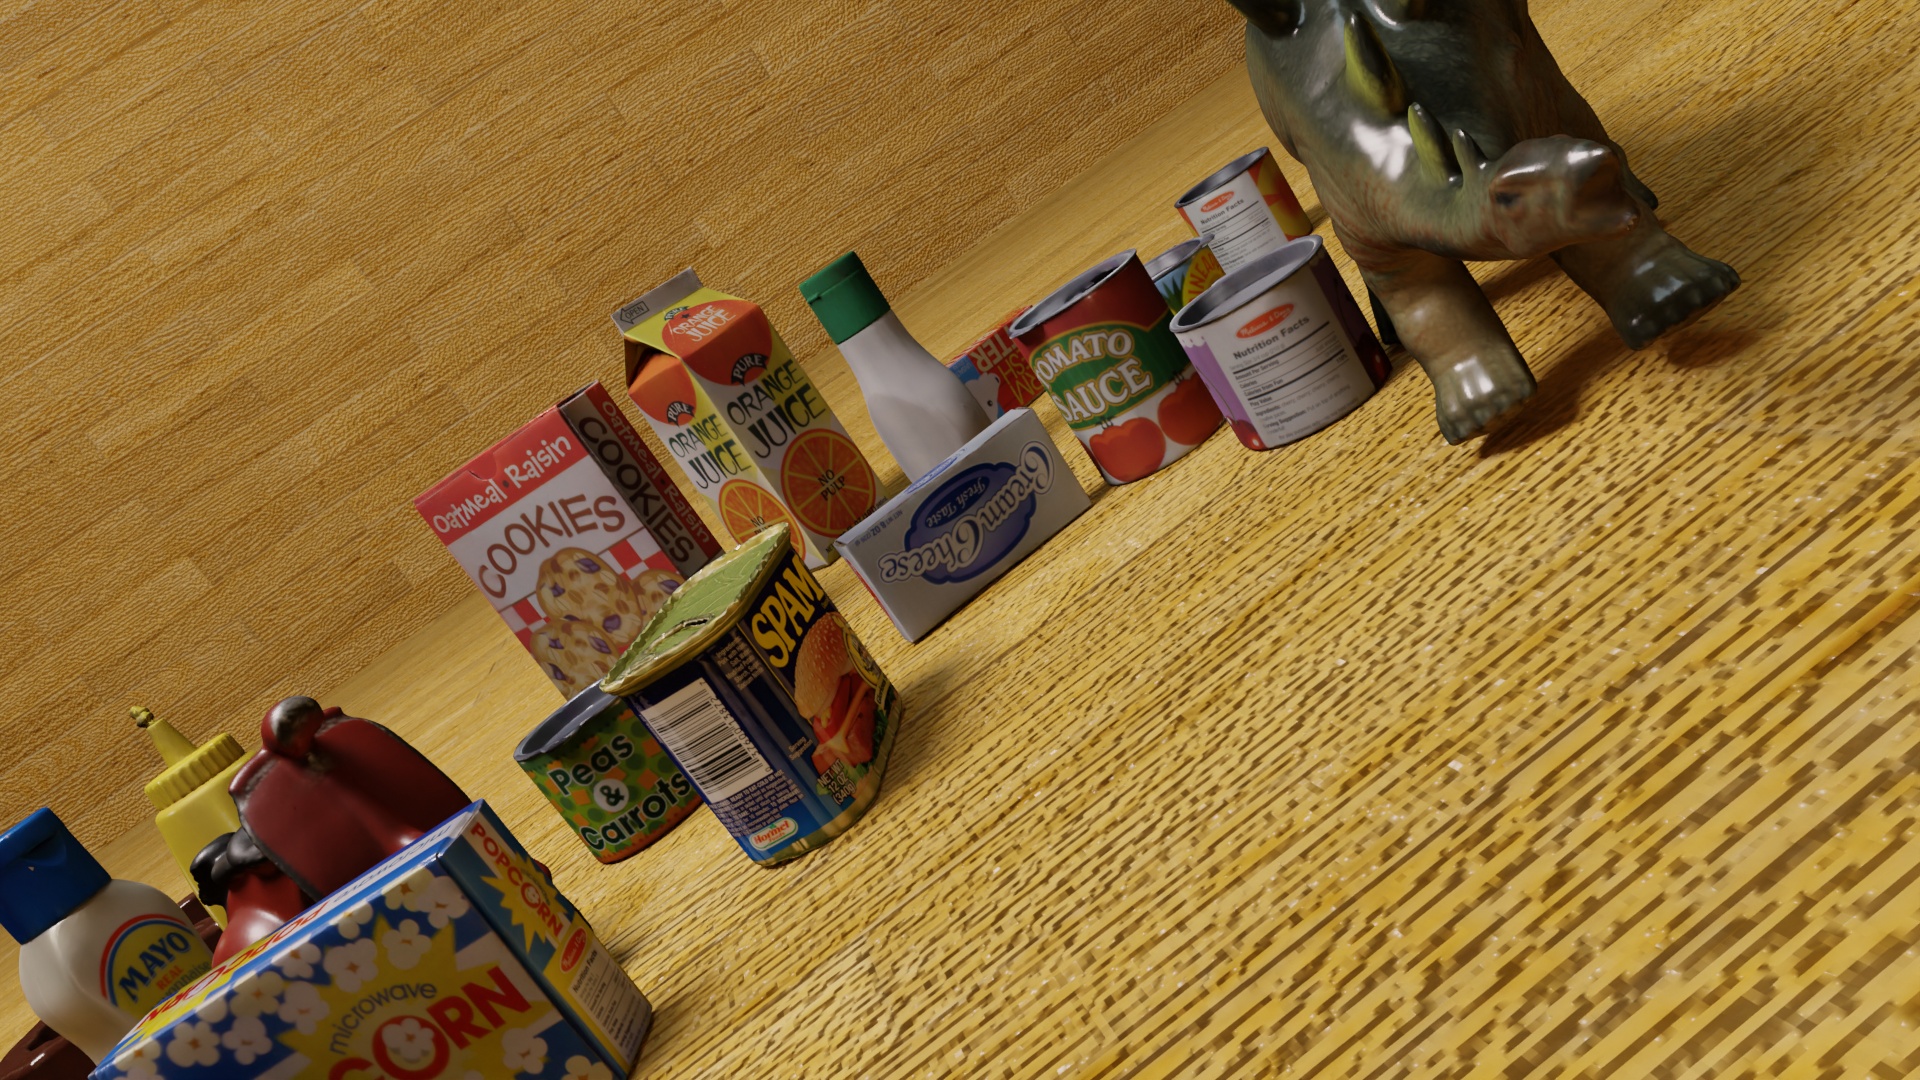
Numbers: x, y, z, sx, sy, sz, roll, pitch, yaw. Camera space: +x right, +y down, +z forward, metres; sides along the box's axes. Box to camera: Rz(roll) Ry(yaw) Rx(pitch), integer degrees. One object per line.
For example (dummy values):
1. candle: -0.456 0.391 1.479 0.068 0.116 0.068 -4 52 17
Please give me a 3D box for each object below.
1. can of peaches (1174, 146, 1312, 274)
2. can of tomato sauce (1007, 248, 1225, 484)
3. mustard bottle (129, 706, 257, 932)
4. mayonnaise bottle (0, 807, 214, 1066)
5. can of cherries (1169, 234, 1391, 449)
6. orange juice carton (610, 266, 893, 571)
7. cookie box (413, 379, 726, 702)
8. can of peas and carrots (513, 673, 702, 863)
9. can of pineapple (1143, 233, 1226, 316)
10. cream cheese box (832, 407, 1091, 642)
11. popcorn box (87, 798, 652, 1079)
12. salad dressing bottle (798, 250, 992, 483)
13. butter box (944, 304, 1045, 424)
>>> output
1. can of peaches: 0.177 -0.203 0.863 0.071 0.058 0.071 -32 13 9
2. can of tomato sauce: 0.070 -0.075 0.614 0.071 0.083 0.071 -32 13 9
3. mustard bottle: -0.305 0.134 0.604 0.049 0.160 0.065 -33 13 5
4. mayonnaise bottle: -0.320 0.171 0.537 0.041 0.148 0.065 -28 14 26
5. can of cherries: 0.125 -0.077 0.543 0.071 0.058 0.072 -32 13 9
6. orange juice carton: -0.133 -0.073 0.854 0.073 0.192 0.072 -19 20 49
7. cookie box: -0.187 0.017 0.721 0.122 0.167 0.040 -26 15 31
8. can of peas and carrots: -0.143 0.093 0.582 0.071 0.058 0.071 -32 13 9
9. can of pineapple: 0.111 -0.112 0.703 0.071 0.057 0.071 -32 13 9
10. cream cheese box: 0.002 -0.008 0.602 0.104 0.053 0.024 -38 13 -14
11. popcorn box: -0.166 0.144 0.401 0.126 0.085 0.038 -32 13 8
12. salad dressing bottle: -0.032 -0.087 0.757 0.064 0.147 0.044 -18 21 51
13. butter box: 0.022 -0.105 0.899 0.104 0.053 0.024 -42 15 -32
